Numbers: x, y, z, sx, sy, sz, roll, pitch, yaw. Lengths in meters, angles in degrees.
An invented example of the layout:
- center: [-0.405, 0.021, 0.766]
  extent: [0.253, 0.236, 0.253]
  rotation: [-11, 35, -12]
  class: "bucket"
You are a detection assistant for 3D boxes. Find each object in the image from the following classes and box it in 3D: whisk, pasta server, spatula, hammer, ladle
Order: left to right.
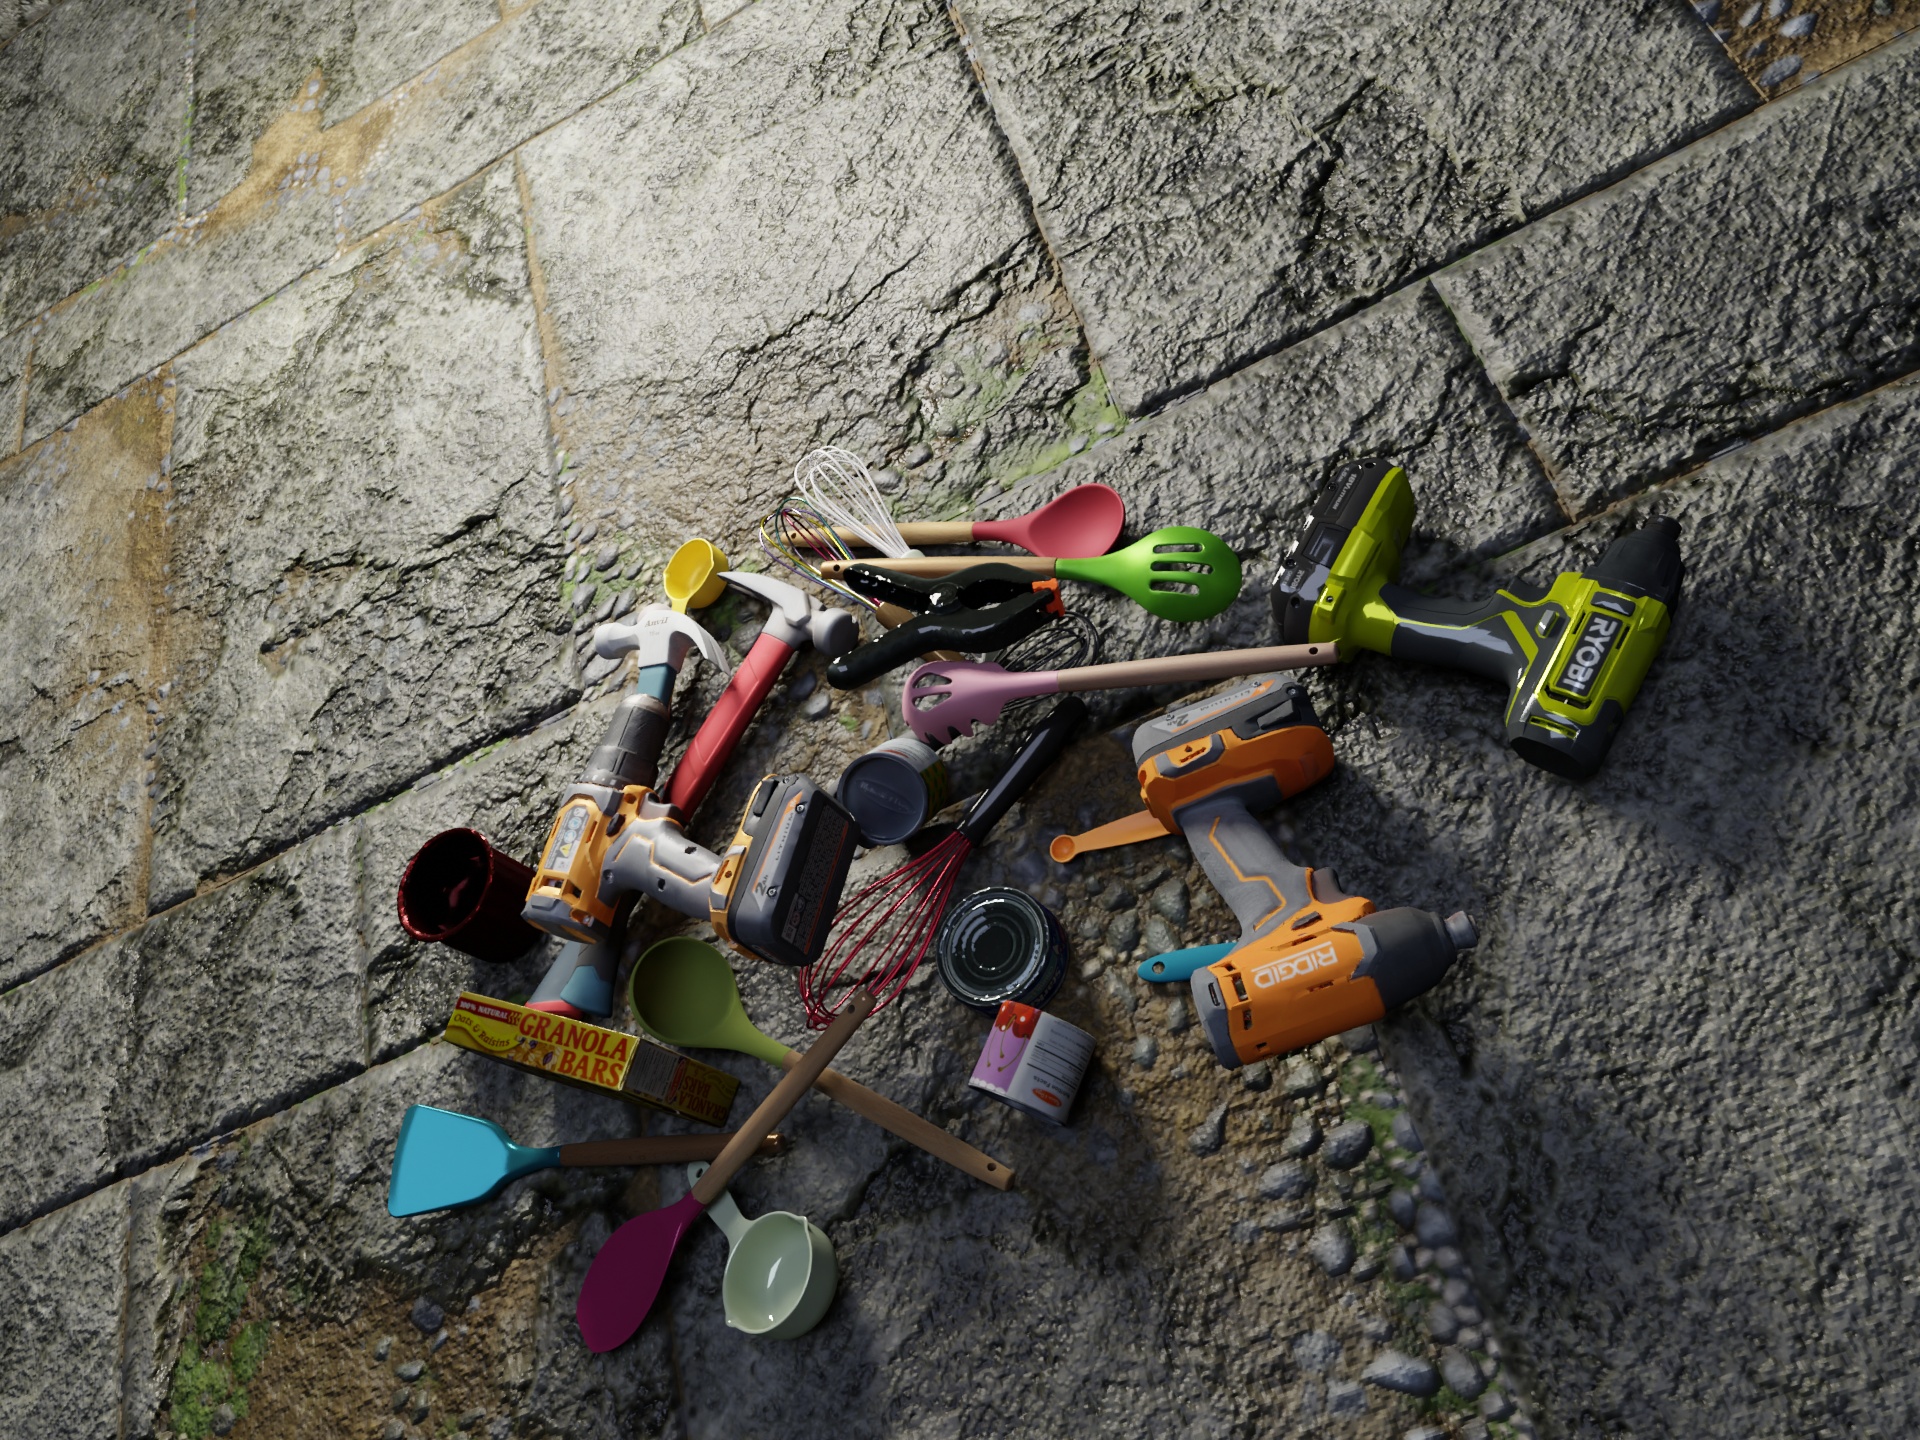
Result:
- center: [-0.266, 0.306, 1.125]
  extent: [0.317, 0.044, 0.082]
  rotation: [-11, 60, 24]
  class: "spatula"
- center: [-0.251, 0.063, 1.207]
  extent: [0.128, 0.033, 0.331]
  rotation: [-8, 60, 28]
  class: "hammer"
- center: [-0.231, 0.059, 1.243]
  extent: [0.143, 0.038, 0.386]
  rotation: [24, 78, 36]
  class: "hammer"
- center: [-0.099, 0.233, 1.074]
  extent: [0.320, 0.062, 0.078]
  rotation: [21, 51, 31]
  class: "ladle"
- center: [-0.069, -0.100, 1.232]
  extent: [0.245, 0.047, 0.051]
  rotation: [41, 106, 28]
  class: "whisk"
- center: [-0.045, -0.127, 1.220]
  extent: [0.059, 0.057, 0.246]
  rotation: [-26, 62, -31]
  class: "whisk"
- center: [-0.010, 0.096, 1.098]
  extent: [0.073, 0.073, 0.296]
  rotation: [33, 78, 36]
  class: "whisk"
- center: [-0.011, -0.146, 1.243]
  extent: [0.315, 0.031, 0.069]
  rotation: [2, 73, 30]
  class: "ladle"
- center: [-0.002, -0.004, 1.153]
  extent: [0.239, 0.055, 0.055]
  rotation: [-34, 54, 13]
  class: "whisk"
- center: [0.096, -0.027, 1.066]
  extent: [0.316, 0.040, 0.060]
  rotation: [-6, 74, 25]
  class: "pasta server"

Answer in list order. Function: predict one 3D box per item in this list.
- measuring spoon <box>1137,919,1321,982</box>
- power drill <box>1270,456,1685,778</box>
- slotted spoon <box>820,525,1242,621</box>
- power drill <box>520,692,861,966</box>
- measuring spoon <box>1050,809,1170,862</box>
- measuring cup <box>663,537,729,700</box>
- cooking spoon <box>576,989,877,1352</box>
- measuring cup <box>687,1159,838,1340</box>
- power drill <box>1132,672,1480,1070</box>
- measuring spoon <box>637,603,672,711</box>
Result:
- center: [0.170, 0.145, 0.999]
  extent: [0.128, 0.021, 0.042]
  rotation: [-14, 60, 19]
  class: "measuring spoon"
- center: [0.327, -0.079, 1.006]
  extent: [0.223, 0.080, 0.171]
  rotation: [24, 79, 30]
  class: "power drill"
- center: [0.045, -0.108, 1.155]
  extent: [0.314, 0.031, 0.070]
  rotation: [2, 80, 17]
  class: "slotted spoon"
- center: [-0.185, 0.072, 1.105]
  extent: [0.226, 0.084, 0.185]
  rotation: [4, 65, 29]
  class: "power drill"
- center: [0.116, 0.075, 1.074]
  extent: [0.117, 0.011, 0.021]
  rotation: [-17, 62, 15]
  class: "measuring spoon"
- center: [-0.226, -0.074, 1.317]
  extent: [0.062, 0.029, 0.157]
  rotation: [-4, 70, 38]
  class: "measuring cup"
- center: [-0.158, 0.299, 1.060]
  extent: [0.319, 0.017, 0.069]
  rotation: [-51, 47, 10]
  class: "cooking spoon"
- center: [-0.136, 0.343, 1.055]
  extent: [0.083, 0.038, 0.168]
  rotation: [-53, 38, -3]
  class: "measuring cup"
- center: [0.202, 0.084, 0.962]
  extent: [0.164, 0.084, 0.227]
  rotation: [-21, 50, 11]
  class: "power drill"
- center: [-0.255, -0.047, 1.321]
  extent: [0.034, 0.018, 0.124]
  rotation: [-19, 59, 18]
  class: "measuring spoon"
